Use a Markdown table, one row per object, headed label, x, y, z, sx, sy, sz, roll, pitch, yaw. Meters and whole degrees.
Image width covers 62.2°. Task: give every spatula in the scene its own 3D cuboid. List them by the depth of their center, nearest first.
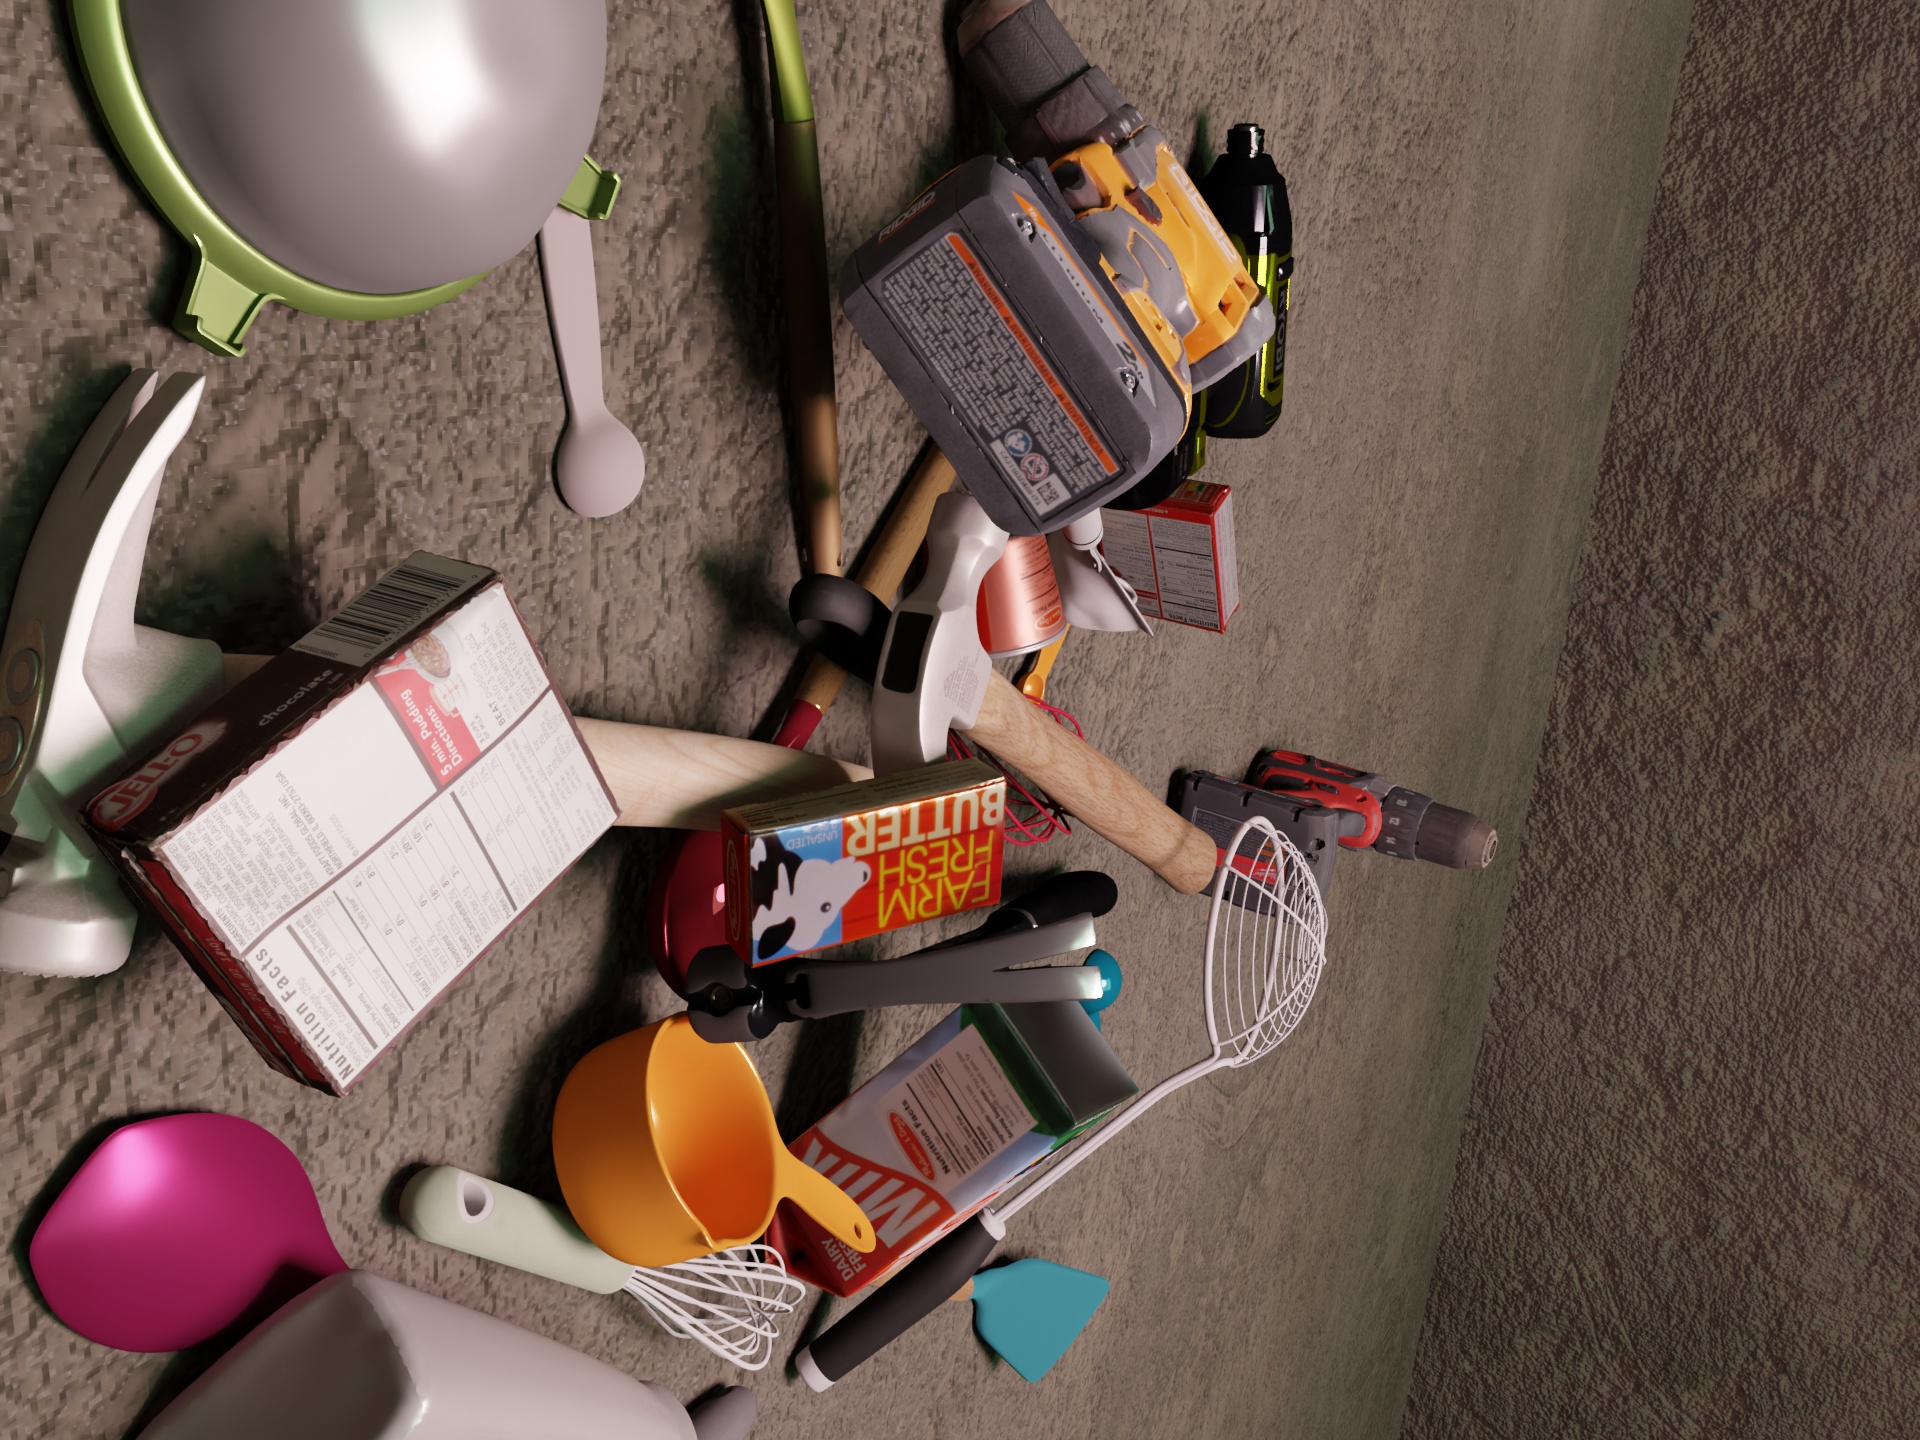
| label | x | y | z | sx | sy | sz | roll | pitch | yaw |
| --- | --- | --- | --- | --- | --- | --- | --- | --- | --- |
| spatula | 0.000 | 0.331 | 0.917 | 0.082 | 0.044 | 0.317 | -51 | 147 | -3 |

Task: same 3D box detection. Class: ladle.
| label | x | y | z | sx | sy | sz | roll | pitch | yaw |
| --- | --- | --- | --- | --- | --- | --- | --- | --- | --- |
| ladle | -0.047 | -0.188 | 0.572 | 0.078 | 0.062 | 0.320 | -61 | 155 | -54 |
| ladle | -0.053 | -0.027 | 0.669 | 0.315 | 0.031 | 0.069 | -64 | 150 | -25 |

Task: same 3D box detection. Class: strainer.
| label | x | y | z | sx | sy | sz | roll | pitch | yaw |
| --- | --- | --- | --- | --- | --- | --- | --- | --- | --- |
| strainer | -0.137 | -0.219 | 0.371 | 0.151 | 0.069 | 0.256 | -41 | 138 | -44 |
| strainer | 0.057 | -0.089 | 0.764 | 0.050 | 0.087 | 0.258 | -35 | 164 | -1 |

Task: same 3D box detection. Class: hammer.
| label | x | y | z | sx | sy | sz | roll | pitch | yaw |
| --- | --- | --- | --- | --- | --- | --- | --- | --- | --- |
| hammer | -0.104 | 0.010 | 0.537 | 0.410 | 0.038 | 0.146 | 13 | 90 | -56 |
| hammer | 0.052 | 0.027 | 0.714 | 0.331 | 0.031 | 0.130 | 36 | 69 | -57 |
| hammer | 0.024 | 0.097 | 0.750 | 0.409 | 0.149 | 0.036 | 5 | 78 | -74 |

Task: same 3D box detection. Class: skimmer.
| label | x | y | z | sx | sy | sz | roll | pitch | yaw |
| --- | --- | --- | --- | --- | --- | --- | --- | --- | --- |
| skimmer | 0.048 | 0.197 | 0.820 | 0.363 | 0.090 | 0.127 | -39 | 144 | 0 |

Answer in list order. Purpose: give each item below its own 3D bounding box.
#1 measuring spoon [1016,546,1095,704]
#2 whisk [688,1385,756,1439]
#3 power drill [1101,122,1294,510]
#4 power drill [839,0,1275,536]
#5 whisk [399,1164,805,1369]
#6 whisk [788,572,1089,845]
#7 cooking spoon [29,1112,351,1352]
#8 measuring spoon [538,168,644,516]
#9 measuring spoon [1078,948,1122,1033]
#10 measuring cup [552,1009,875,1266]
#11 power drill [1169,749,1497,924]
| label | x | y | z | sx | sy | sz | roll | pitch | yaw |
| --- | --- | --- | --- | --- | --- | --- | --- | --- | --- |
| measuring spoon | 0.052 | -0.060 | 0.865 | 0.021 | 0.011 | 0.117 | 42 | 62 | -48 |
| whisk | -0.154 | 0.349 | 0.647 | 0.239 | 0.055 | 0.055 | -29 | 128 | -60 |
| power drill | 0.120 | -0.216 | 0.847 | 0.223 | 0.080 | 0.171 | -43 | 138 | -51 |
| power drill | 0.036 | -0.188 | 0.610 | 0.185 | 0.084 | 0.226 | 53 | 34 | -13 |
| whisk | -0.133 | 0.213 | 0.622 | 0.246 | 0.059 | 0.058 | 50 | 23 | -53 |
| whisk | -0.001 | -0.002 | 0.703 | 0.295 | 0.073 | 0.073 | 40 | 68 | -61 |
| cooking spoon | -0.186 | 0.209 | 0.543 | 0.069 | 0.017 | 0.318 | -60 | 148 | -22 |
| measuring spoon | -0.118 | -0.124 | 0.509 | 0.034 | 0.018 | 0.124 | -38 | 134 | -49 |
| measuring spoon | 0.096 | 0.210 | 1.058 | 0.042 | 0.021 | 0.128 | -41 | 136 | -47 |
| measuring cup | -0.093 | 0.181 | 0.622 | 0.173 | 0.052 | 0.095 | 53 | 23 | -45 |
| power drill | 0.266 | 0.080 | 1.140 | 0.226 | 0.188 | 0.080 | -11 | 113 | -55 |
